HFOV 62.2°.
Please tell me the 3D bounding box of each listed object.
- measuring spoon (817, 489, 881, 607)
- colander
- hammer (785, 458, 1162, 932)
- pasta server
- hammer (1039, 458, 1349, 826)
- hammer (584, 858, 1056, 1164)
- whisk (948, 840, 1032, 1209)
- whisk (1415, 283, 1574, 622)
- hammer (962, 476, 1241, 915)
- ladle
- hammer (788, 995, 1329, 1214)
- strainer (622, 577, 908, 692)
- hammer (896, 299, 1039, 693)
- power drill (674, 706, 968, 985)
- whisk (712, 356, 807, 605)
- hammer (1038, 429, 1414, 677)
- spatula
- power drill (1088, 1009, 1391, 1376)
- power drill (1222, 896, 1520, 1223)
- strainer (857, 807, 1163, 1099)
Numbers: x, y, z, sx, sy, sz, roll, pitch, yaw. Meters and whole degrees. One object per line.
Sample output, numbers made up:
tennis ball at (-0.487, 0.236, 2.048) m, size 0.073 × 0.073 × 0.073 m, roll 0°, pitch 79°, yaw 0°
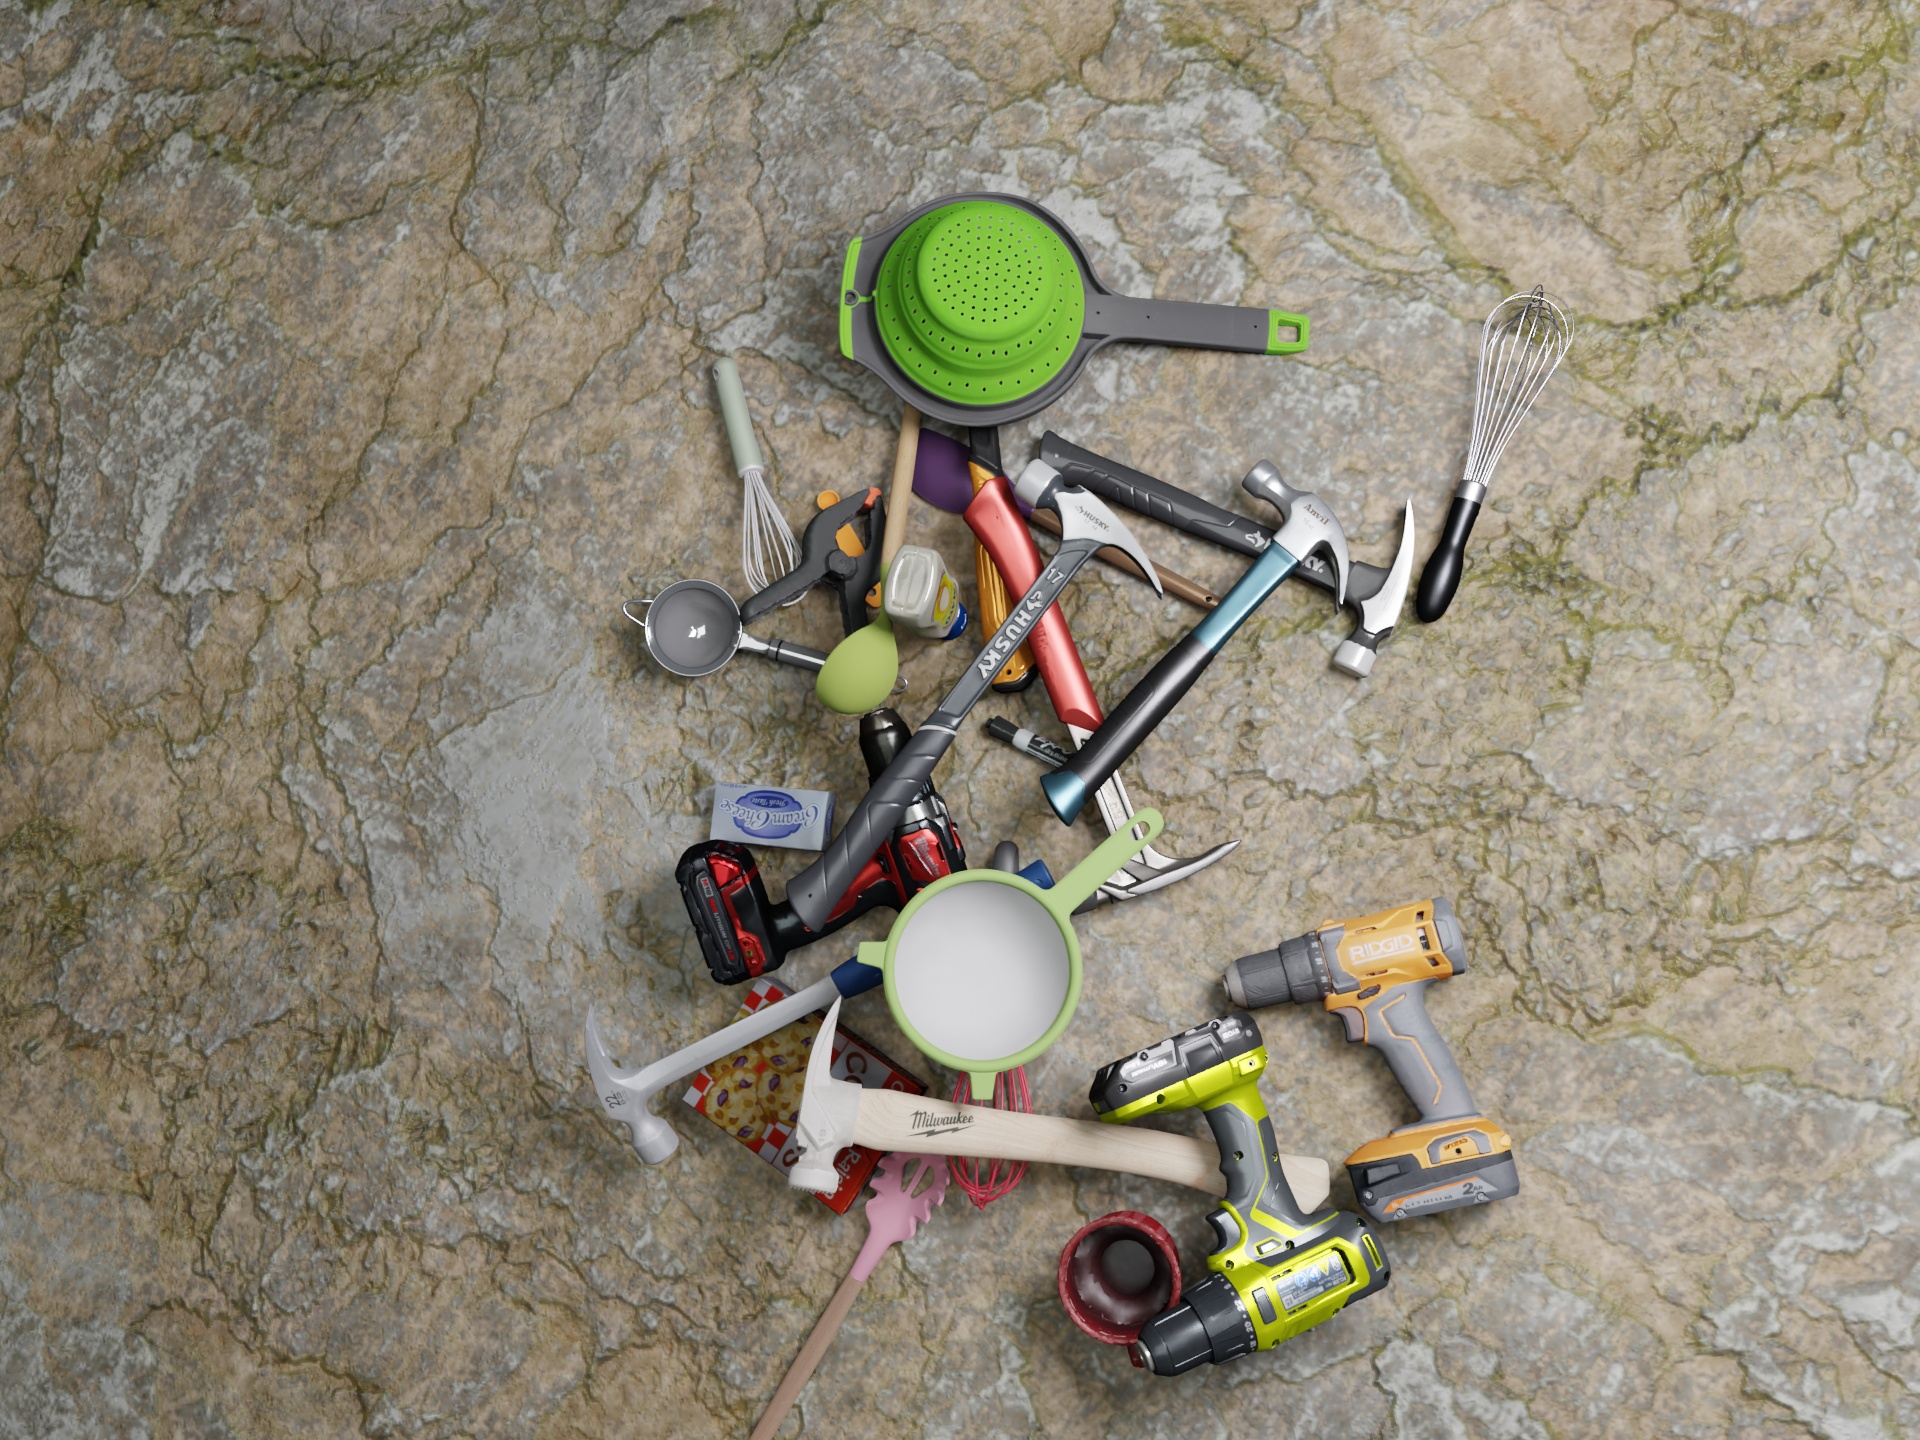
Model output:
measuring spoon at (-0.096, -0.151, 1.404) m, size 0.021 × 0.011 × 0.117 m, roll -24°, pitch 80°, yaw -9°
colander at (0.099, -0.345, 1.302) m, size 0.397 × 0.094 × 0.204 m, roll 4°, pitch 84°, yaw -3°
hammer at (-0.002, -0.004, 1.257) m, size 0.149 × 0.036 × 0.409 m, roll 37°, pitch 89°, yaw 11°
pasta server at (-0.100, 0.477, 1.292) m, size 0.060 × 0.040 × 0.316 m, roll 31°, pitch 90°, yaw 13°
hammer at (0.181, -0.051, 1.263) m, size 0.128 × 0.033 × 0.331 m, roll 42°, pitch 85°, yaw 12°
hammer at (-0.110, 0.213, 1.271) m, size 0.405 × 0.035 × 0.144 m, roll -27°, pitch 111°, yaw 3°
whisk at (0.029, 0.244, 1.291) m, size 0.073 × 0.073 × 0.296 m, roll 1°, pitch 76°, yaw 12°
whisk at (0.421, -0.214, 1.279) m, size 0.070 × 0.070 × 0.284 m, roll 19°, pitch 91°, yaw 14°
hammer at (0.096, -0.032, 1.296) m, size 0.149 × 0.036 × 0.359 m, roll -21°, pitch 85°, yaw -2°
ladle at (-0.069, -0.152, 1.346) m, size 0.062 × 0.078 × 0.320 m, roll 1°, pitch 64°, yaw 12°
hammer at (0.081, 0.315, 1.227) m, size 0.410 × 0.038 × 0.146 m, roll 9°, pitch 70°, yaw -3°
strainer at (-0.169, -0.062, 1.390) m, size 0.258 × 0.050 × 0.087 m, roll 16°, pitch 88°, yaw 8°
hammer at (0.016, -0.189, 1.352) m, size 0.127 × 0.034 × 0.337 m, roll -8°, pitch 83°, yaw 7°
power drill at (-0.115, 0.106, 1.310) m, size 0.226 × 0.080 × 0.188 m, roll -18°, pitch 95°, yaw 2°
whisk at (-0.184, -0.214, 1.417) m, size 0.059 × 0.057 × 0.246 m, roll -9°, pitch 74°, yaw -24°
hammer at (0.215, -0.168, 1.327) m, size 0.335 × 0.035 × 0.146 m, roll 26°, pitch 88°, yaw 15°
spatula at (0.084, -0.165, 1.362) m, size 0.316 × 0.018 × 0.060 m, roll 28°, pitch 89°, yaw 16°
power drill at (0.185, 0.348, 1.169) m, size 0.190 × 0.080 × 0.229 m, roll -20°, pitch 76°, yaw -14°
power drill at (0.313, 0.262, 1.218) m, size 0.185 × 0.084 × 0.226 m, roll -15°, pitch 74°, yaw 10°
strainer at (0.054, 0.156, 1.226) m, size 0.256 × 0.069 × 0.151 m, roll -40°, pitch 88°, yaw -10°
